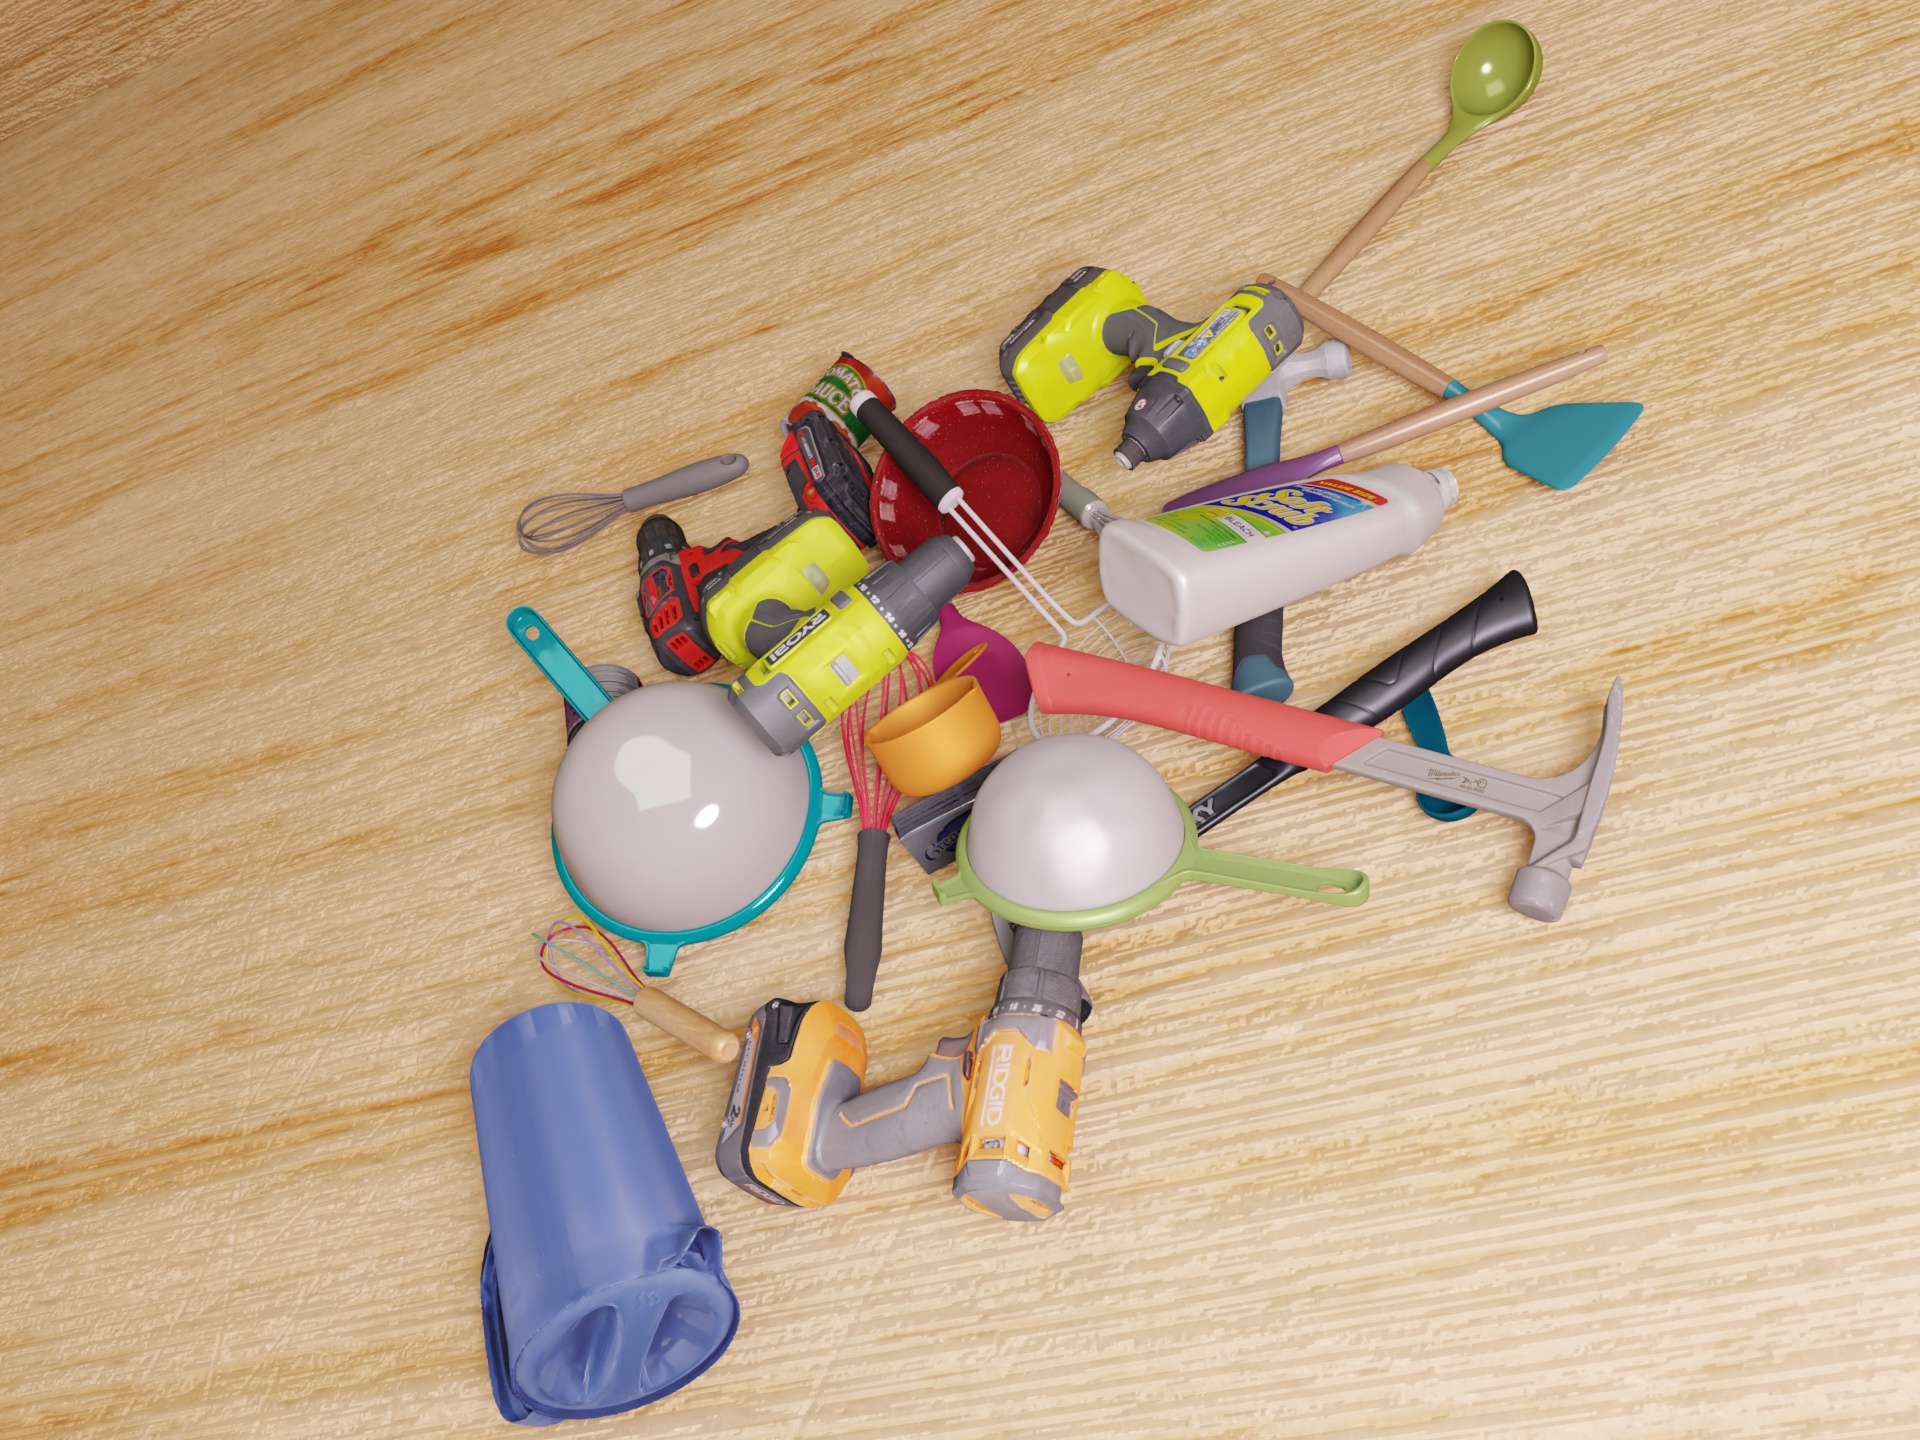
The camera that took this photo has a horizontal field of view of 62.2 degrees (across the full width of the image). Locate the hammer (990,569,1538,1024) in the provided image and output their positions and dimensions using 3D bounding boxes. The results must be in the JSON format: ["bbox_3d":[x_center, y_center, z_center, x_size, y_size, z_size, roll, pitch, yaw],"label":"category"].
[{"bbox_3d":[0.192,0.032,1.018,0.409,0.036,0.149,-35,46,3],"label":"hammer"}]

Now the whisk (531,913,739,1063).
[{"bbox_3d":[-0.225,0.181,1.083,0.245,0.051,0.047,15,57,47],"label":"whisk"}]

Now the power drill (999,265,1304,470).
[{"bbox_3d":[0.134,-0.275,1.233,0.171,0.080,0.223,-45,36,-9],"label":"power drill"}]

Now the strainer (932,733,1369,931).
[{"bbox_3d":[0.114,0.061,0.946,0.256,0.069,0.151,9,40,26],"label":"strainer"}]

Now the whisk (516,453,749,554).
[{"bbox_3d":[-0.305,-0.205,1.471,0.239,0.055,0.055,-16,50,12],"label":"whisk"}]

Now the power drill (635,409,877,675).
[{"bbox_3d":[-0.180,-0.158,1.339,0.226,0.080,0.188,-35,43,11],"label":"power drill"}]

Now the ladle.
[{"bbox_3d":[0.356,-0.440,1.287,0.320,0.062,0.078,-48,48,-8],"label":"ladle"}]

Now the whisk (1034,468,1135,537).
[{"bbox_3d":[0.107,-0.153,1.207,0.059,0.057,0.247,-42,43,1],"label":"whisk"}]

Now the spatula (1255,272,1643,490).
[{"bbox_3d":[0.333,-0.259,1.148,0.082,0.044,0.318,-47,59,-4],"label":"spatula"}]

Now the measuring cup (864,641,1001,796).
[{"bbox_3d":[-0.002,-0.004,1.120,0.095,0.052,0.174,-22,14,28],"label":"measuring cup"}]

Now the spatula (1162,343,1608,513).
[{"bbox_3d":[0.290,-0.194,1.109,0.316,0.018,0.060,-20,33,15],"label":"spatula"}]

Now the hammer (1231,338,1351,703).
[{"bbox_3d":[0.219,-0.146,1.150,0.128,0.033,0.331,-8,53,22],"label":"hammer"}]

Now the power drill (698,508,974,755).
[{"bbox_3d":[-0.096,-0.081,1.154,0.190,0.080,0.229,-41,27,-4],"label":"power drill"}]

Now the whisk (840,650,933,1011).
[{"bbox_3d":[-0.059,0.064,1.125,0.073,0.073,0.296,-10,57,22],"label":"whisk"}]

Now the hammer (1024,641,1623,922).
[{"bbox_3d":[0.208,0.001,0.975,0.359,0.036,0.149,17,72,24],"label":"hammer"}]

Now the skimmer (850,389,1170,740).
[{"bbox_3d":[0.017,-0.126,1.147,0.127,0.090,0.364,-46,67,14],"label":"skimmer"}]

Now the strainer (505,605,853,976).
[{"bbox_3d":[-0.253,0.009,1.180,0.211,0.095,0.341,-41,65,-9],"label":"strainer"}]

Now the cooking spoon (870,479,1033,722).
[{"bbox_3d":[-0.019,-0.102,1.254,0.068,0.017,0.319,-19,47,-8],"label":"cooking spoon"}]

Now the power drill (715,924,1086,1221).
[{"bbox_3d":[-0.026,0.205,0.962,0.226,0.084,0.185,-11,51,32],"label":"power drill"}]

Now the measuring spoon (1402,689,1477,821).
[{"bbox_3d":[0.299,0.017,0.999,0.042,0.021,0.129,-26,38,19],"label":"measuring spoon"}]
